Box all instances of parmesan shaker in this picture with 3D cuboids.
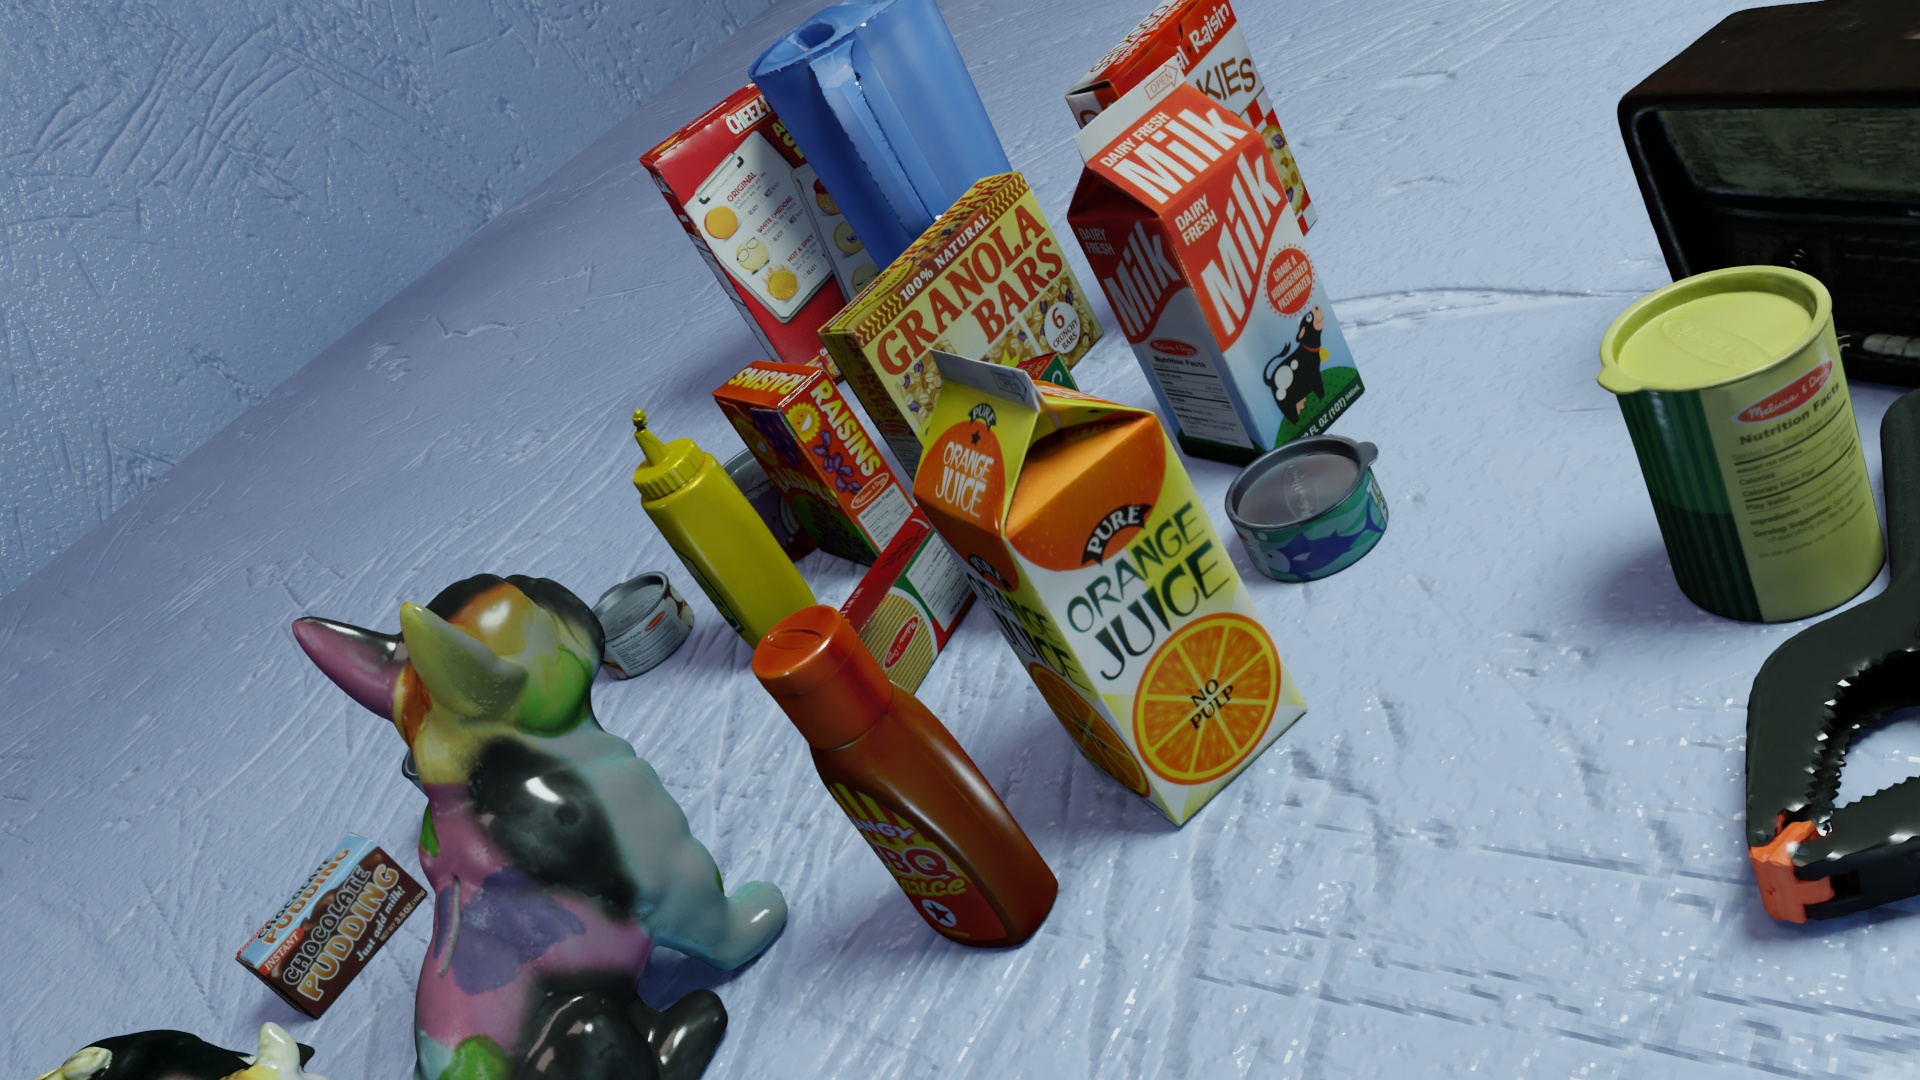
[{"bbox_3d":[0.261,-0.030,0.467,0.071,0.102,0.072,-24,29,15],"label":"parmesan shaker"}]

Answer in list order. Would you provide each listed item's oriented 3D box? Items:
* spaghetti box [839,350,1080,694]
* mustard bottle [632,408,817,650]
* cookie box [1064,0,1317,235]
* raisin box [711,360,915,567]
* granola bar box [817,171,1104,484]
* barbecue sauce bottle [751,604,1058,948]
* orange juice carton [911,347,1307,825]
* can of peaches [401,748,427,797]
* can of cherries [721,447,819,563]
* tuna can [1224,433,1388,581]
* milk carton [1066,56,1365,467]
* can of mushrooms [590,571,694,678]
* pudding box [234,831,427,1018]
[{"bbox_3d":[0.003,-0.009,0.745,0.028,0.050,0.251,-6,38,40],"label":"spaghetti box"},{"bbox_3d":[-0.137,-0.007,0.763,0.049,0.159,0.065,-40,29,-14],"label":"mustard bottle"},{"bbox_3d":[0.143,-0.226,0.826,0.040,0.167,0.123,3,44,47],"label":"cookie box"},{"bbox_3d":[-0.081,-0.044,0.805,0.040,0.123,0.086,-43,30,-20],"label":"raisin box"},{"bbox_3d":[0.005,-0.127,0.851,0.039,0.124,0.166,5,45,49],"label":"granola bar box"},{"bbox_3d":[-0.022,0.088,0.512,0.065,0.148,0.044,-1,41,45],"label":"barbecue sauce bottle"},{"bbox_3d":[0.049,0.009,0.521,0.073,0.192,0.072,-39,29,-13],"label":"orange juice carton"},{"bbox_3d":[-0.271,0.127,0.791,0.071,0.058,0.071,-24,29,15],"label":"can of peaches"},{"bbox_3d":[-0.117,-0.024,0.877,0.071,0.058,0.072,-24,29,15],"label":"can of cherries"},{"bbox_3d":[0.157,-0.016,0.621,0.071,0.032,0.071,-24,29,15],"label":"tuna can"},{"bbox_3d":[0.118,-0.131,0.676,0.072,0.190,0.073,-43,30,-18],"label":"milk carton"},{"bbox_3d":[-0.203,0.052,0.869,0.071,0.033,0.071,-24,29,15],"label":"can of mushrooms"},{"bbox_3d":[-0.335,0.204,0.742,0.030,0.049,0.084,-3,40,43],"label":"pudding box"}]
